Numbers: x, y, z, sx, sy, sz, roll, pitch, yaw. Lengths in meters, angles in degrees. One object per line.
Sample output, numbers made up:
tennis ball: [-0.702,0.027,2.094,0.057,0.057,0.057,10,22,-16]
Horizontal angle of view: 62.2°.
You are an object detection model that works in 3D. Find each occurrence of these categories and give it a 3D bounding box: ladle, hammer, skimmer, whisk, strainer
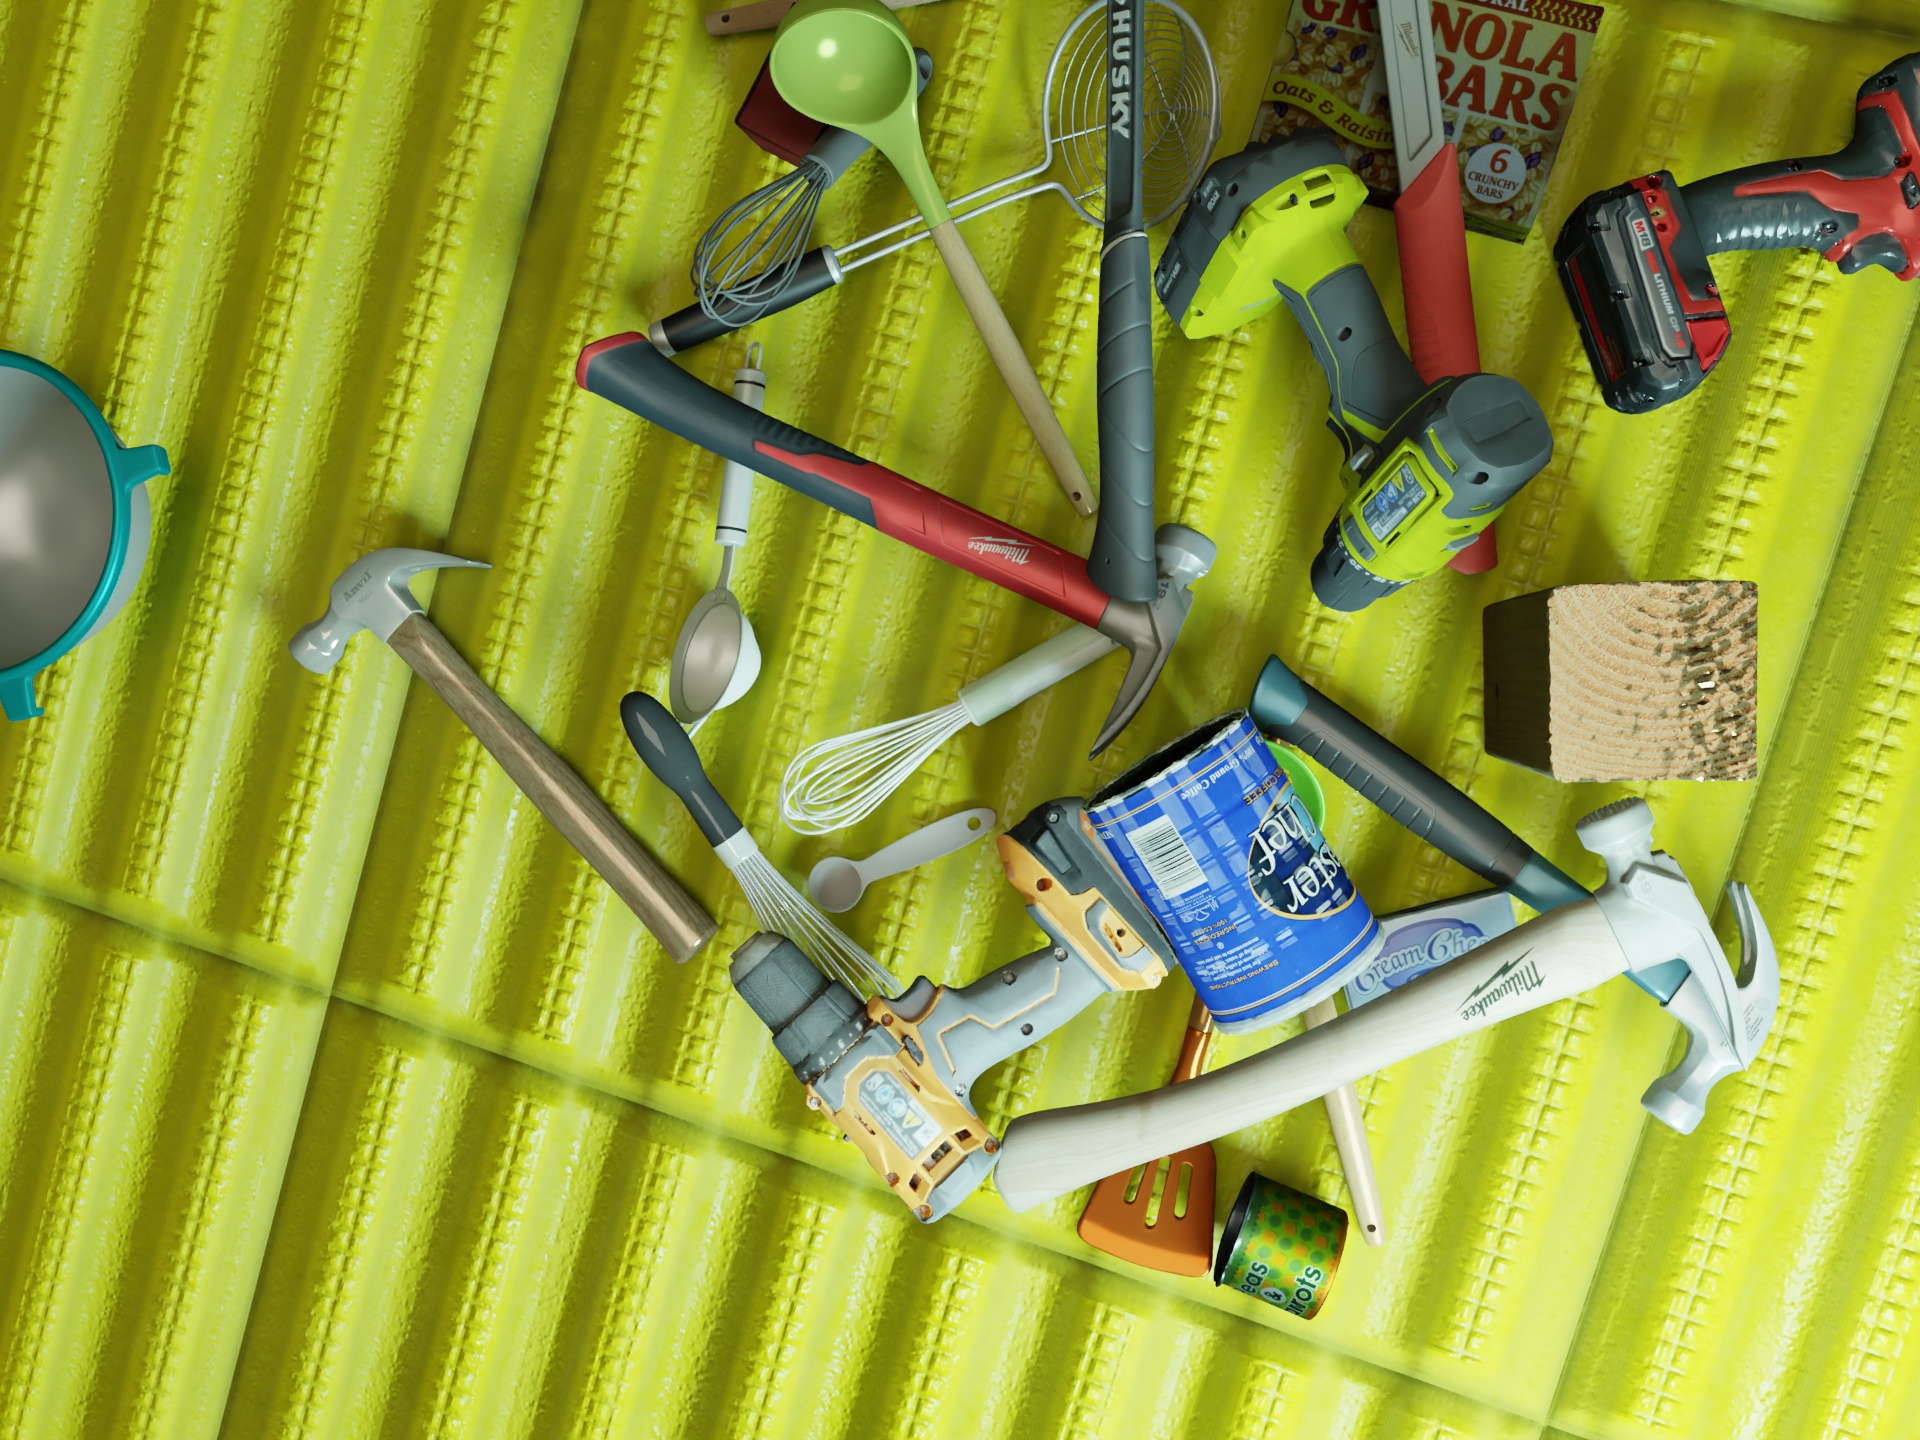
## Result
ladle: [-0.003,-0.248,0.884,0.078,0.062,0.320,-18,113,32]
hammer: [-0.274,0.021,1.004,0.130,0.031,0.331,-45,85,9]
skimmer: [-0.026,-0.295,0.917,0.363,0.090,0.127,-21,89,10]
hammer: [-0.056,-0.117,0.922,0.386,0.038,0.143,25,81,7]
hammer: [0.090,-0.266,0.827,0.149,0.036,0.409,11,107,46]
whisk: [-0.115,0.102,0.943,0.070,0.070,0.284,-33,97,10]
whisk: [-0.078,-0.308,0.897,0.055,0.055,0.239,29,63,8]
whisk: [-0.002,-0.003,0.948,0.246,0.057,0.059,-29,53,6]
hammer: [0.296,0.075,0.879,0.331,0.033,0.128,37,93,10]
hammer: [0.207,0.192,0.871,0.410,0.038,0.146,-27,86,16]
strainer: [-0.139,-0.104,0.971,0.087,0.050,0.258,4,87,53]
strainer: [-0.658,-0.157,1.036,0.340,0.095,0.211,30,94,10]
hammer: [0.265,-0.259,0.860,0.149,0.037,0.359,-8,101,15]

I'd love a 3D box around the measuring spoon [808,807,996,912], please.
measuring spoon: [-0.034,0.082,0.974,0.124,0.018,0.034,-24,88,3]

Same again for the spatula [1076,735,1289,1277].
spatula: [0.147,0.159,0.929,0.081,0.041,0.322,15,94,10]

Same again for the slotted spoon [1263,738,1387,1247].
slotted spoon: [0.201,0.157,0.909,0.070,0.031,0.313,-13,98,21]

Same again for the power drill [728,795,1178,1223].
power drill: [-0.001,0.139,0.899,0.226,0.084,0.185,-43,88,-11]

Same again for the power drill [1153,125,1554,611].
power drill: [0.198,-0.177,0.852,0.080,0.190,0.229,-24,77,-19]

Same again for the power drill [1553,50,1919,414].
power drill: [0.456,-0.234,0.843,0.226,0.080,0.188,-19,89,7]

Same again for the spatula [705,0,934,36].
spatula: [0.001,-0.442,0.944,0.316,0.018,0.060,-7,90,9]
